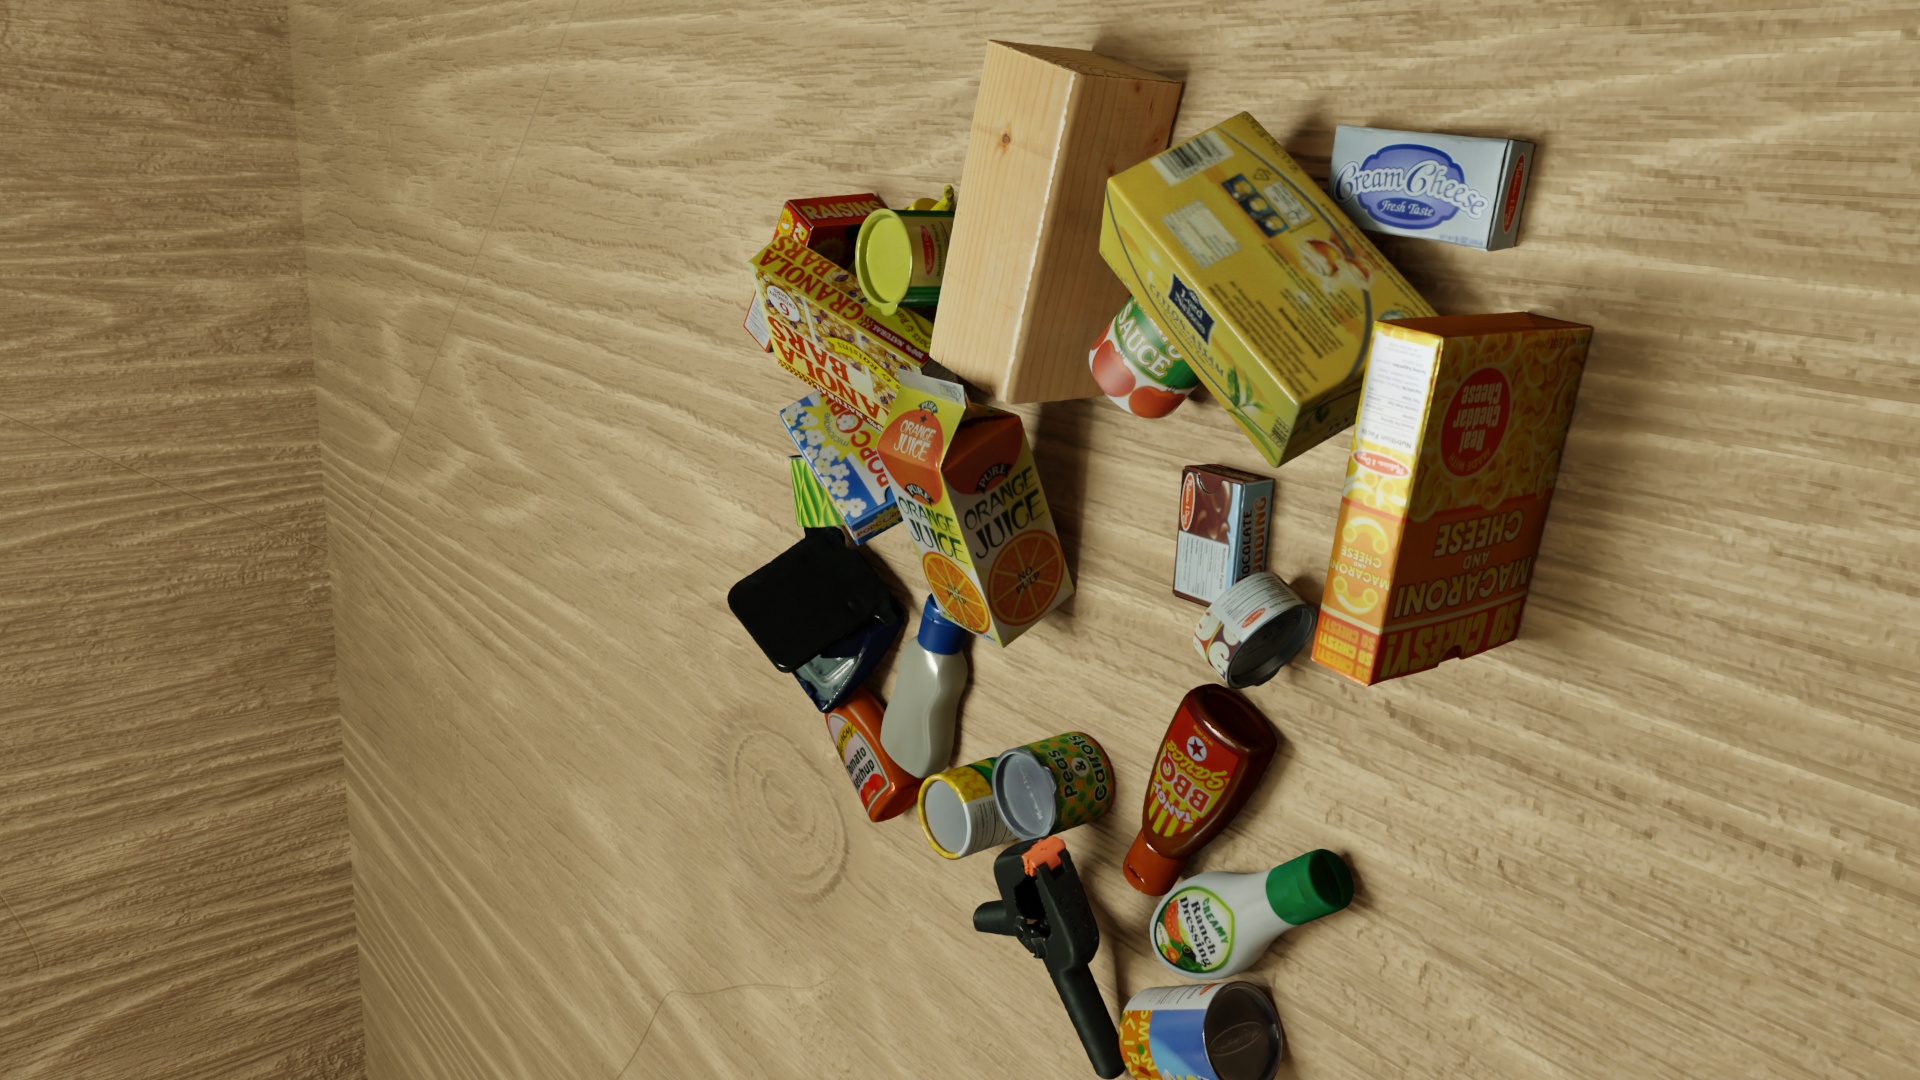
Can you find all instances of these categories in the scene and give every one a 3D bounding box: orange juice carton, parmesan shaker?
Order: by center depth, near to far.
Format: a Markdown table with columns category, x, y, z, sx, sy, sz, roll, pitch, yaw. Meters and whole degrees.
| category | x | y | z | sx | sy | sz | roll | pitch | yaw |
| --- | --- | --- | --- | --- | --- | --- | --- | --- | --- |
| orange juice carton | 0.006 | -0.029 | 0.934 | 0.072 | 0.073 | 0.191 | 24 | 142 | 47 |
| parmesan shaker | -0.012 | -0.192 | 0.960 | 0.071 | 0.103 | 0.071 | 14 | 108 | 50 |

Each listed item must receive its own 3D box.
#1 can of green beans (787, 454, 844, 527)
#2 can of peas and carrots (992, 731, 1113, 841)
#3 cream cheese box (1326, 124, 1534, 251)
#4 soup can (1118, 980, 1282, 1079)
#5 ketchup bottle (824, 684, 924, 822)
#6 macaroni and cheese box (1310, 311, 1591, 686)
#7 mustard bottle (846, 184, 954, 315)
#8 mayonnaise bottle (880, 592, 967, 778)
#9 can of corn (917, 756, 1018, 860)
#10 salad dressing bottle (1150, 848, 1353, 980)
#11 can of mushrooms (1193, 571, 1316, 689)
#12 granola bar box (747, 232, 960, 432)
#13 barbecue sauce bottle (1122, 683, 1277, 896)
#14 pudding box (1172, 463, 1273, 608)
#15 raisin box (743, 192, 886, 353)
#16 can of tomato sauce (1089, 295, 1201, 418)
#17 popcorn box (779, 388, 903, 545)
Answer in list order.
| category | x | y | z | sx | sy | sz | roll | pitch | yaw |
| --- | --- | --- | --- | --- | --- | --- | --- | --- | --- |
| can of green beans | -0.105 | -0.043 | 1.141 | 0.071 | 0.071 | 0.057 | 4 | 101 | 52 |
| can of peas and carrots | 0.066 | 0.170 | 0.972 | 0.071 | 0.059 | 0.070 | 14 | 108 | 49 |
| cream cheese box | 0.235 | -0.181 | 0.710 | 0.104 | 0.024 | 0.053 | 25 | 116 | 47 |
| soup can | 0.152 | 0.320 | 0.885 | 0.083 | 0.071 | 0.071 | -28 | 75 | 51 |
| ketchup bottle | -0.084 | 0.160 | 1.176 | 0.149 | 0.044 | 0.064 | 59 | 138 | 26 |
| macaroni and cheese box | 0.234 | -0.022 | 0.663 | 0.040 | 0.124 | 0.165 | 27 | 118 | 47 |
| mustard bottle | -0.040 | -0.208 | 1.038 | 0.159 | 0.049 | 0.065 | -46 | 65 | 46 |
| mayonnaise bottle | -0.023 | 0.111 | 1.090 | 0.065 | 0.041 | 0.147 | 38 | 124 | 40 |
| can of corn | 0.008 | 0.202 | 1.054 | 0.071 | 0.058 | 0.071 | 14 | 108 | 50 |
| salad dressing bottle | 0.177 | 0.228 | 0.853 | 0.147 | 0.044 | 0.064 | -43 | 59 | 47 |
| can of mushrooms | 0.171 | 0.053 | 0.809 | 0.033 | 0.071 | 0.070 | 49 | 133 | 34 |
| granola bar box | -0.074 | -0.139 | 1.022 | 0.166 | 0.039 | 0.123 | 34 | 157 | 22 |
| barbecue sauce bottle | 0.145 | 0.164 | 0.882 | 0.065 | 0.044 | 0.147 | 46 | 131 | 35 |
| pudding box | 0.158 | -0.002 | 0.841 | 0.050 | 0.030 | 0.083 | 20 | 113 | 50 |
| raisin box | -0.112 | -0.212 | 1.099 | 0.040 | 0.086 | 0.122 | 50 | 134 | 25 |
| can of tomato sauce | 0.124 | -0.122 | 0.828 | 0.082 | 0.071 | 0.071 | -51 | 58 | 45 |
| popcorn box | -0.075 | -0.069 | 1.078 | 0.127 | 0.085 | 0.038 | 56 | 170 | 29 |
